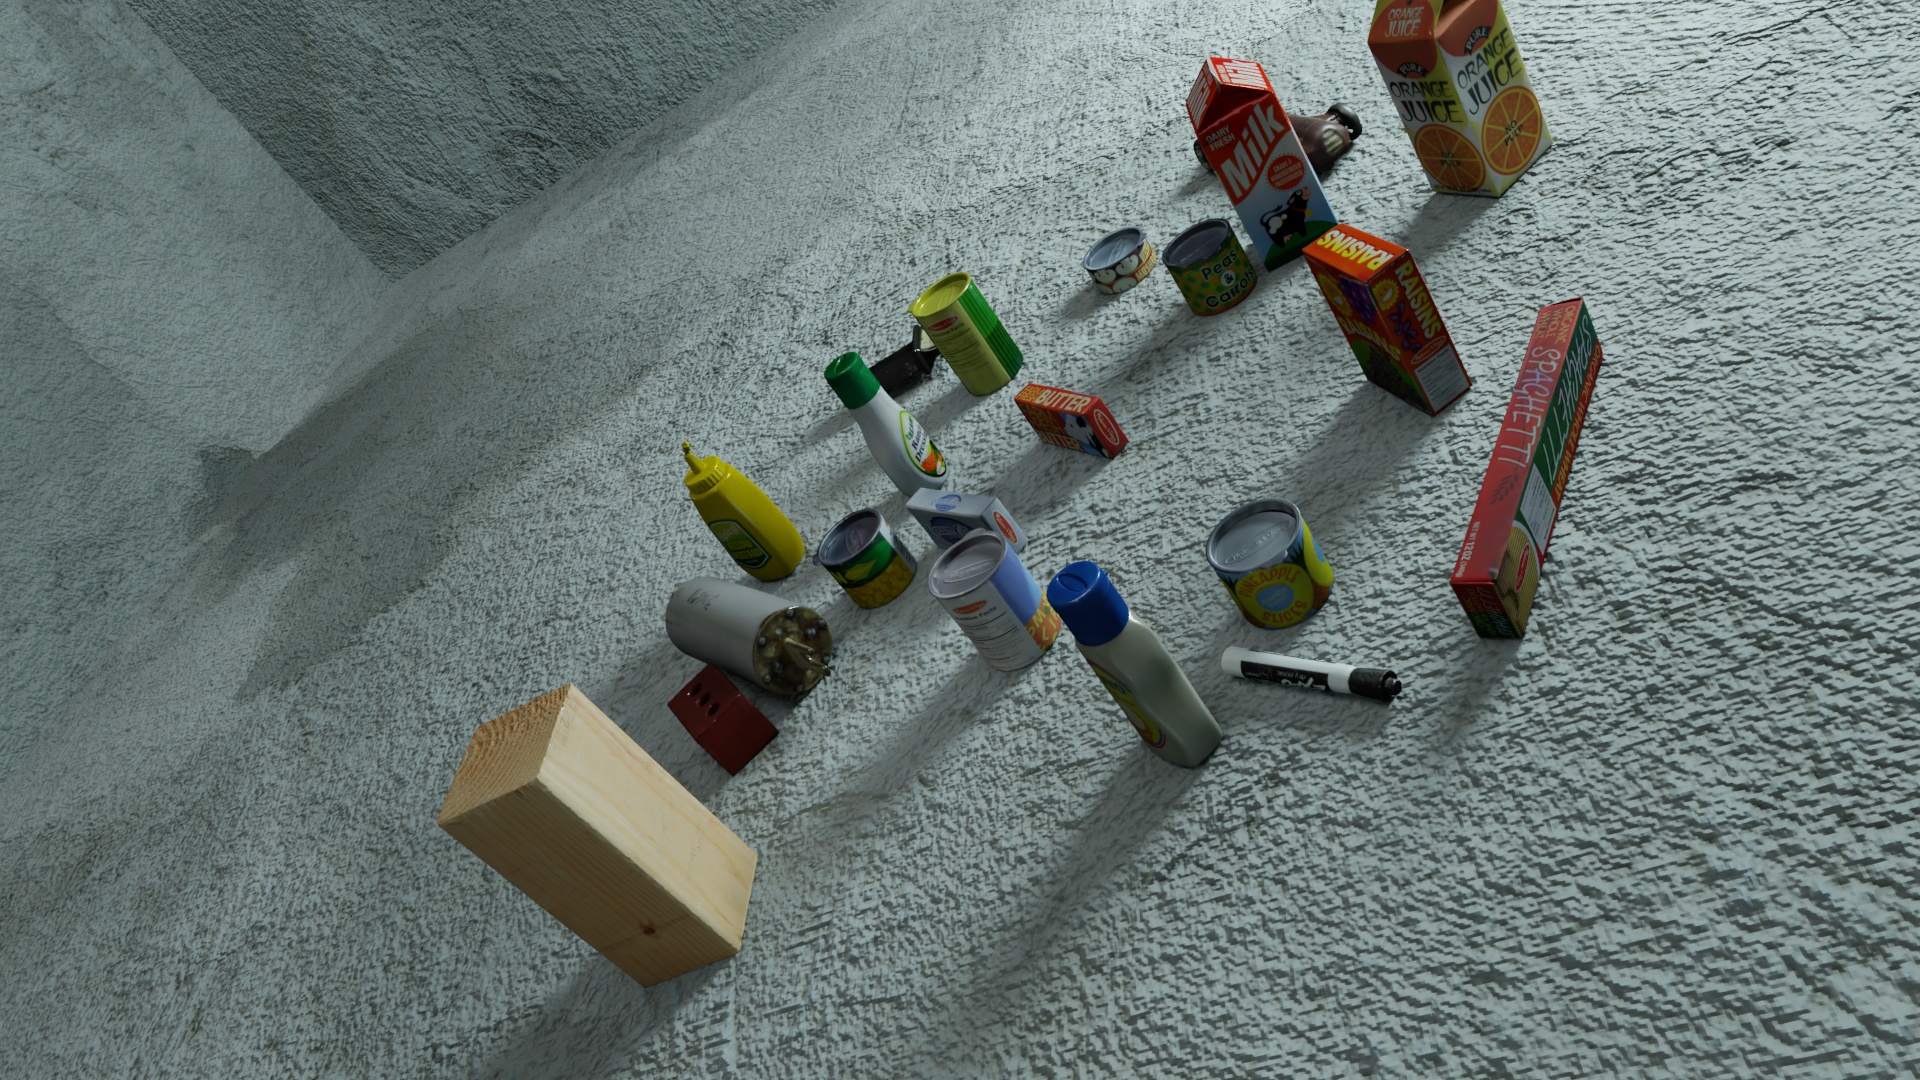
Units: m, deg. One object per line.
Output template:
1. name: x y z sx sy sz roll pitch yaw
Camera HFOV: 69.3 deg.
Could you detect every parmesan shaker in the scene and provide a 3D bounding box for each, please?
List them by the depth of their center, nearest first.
1. parmesan shaker: 0.006 -0.198 1.342 0.071 0.102 0.072 -26 33 18

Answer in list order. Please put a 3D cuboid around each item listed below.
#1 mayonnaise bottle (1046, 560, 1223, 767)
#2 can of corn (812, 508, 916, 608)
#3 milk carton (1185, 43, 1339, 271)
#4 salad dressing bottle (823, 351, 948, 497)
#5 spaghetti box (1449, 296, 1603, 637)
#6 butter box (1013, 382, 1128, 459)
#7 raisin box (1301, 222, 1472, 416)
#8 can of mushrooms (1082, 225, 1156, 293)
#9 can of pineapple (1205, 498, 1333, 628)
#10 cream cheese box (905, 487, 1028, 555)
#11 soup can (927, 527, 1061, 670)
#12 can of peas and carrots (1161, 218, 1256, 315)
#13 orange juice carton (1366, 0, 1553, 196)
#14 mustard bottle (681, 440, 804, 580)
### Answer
1. mayonnaise bottle: 0.102 0.074 0.839 0.041 0.147 0.065 -45 31 -12
2. can of corn: -0.082 0.017 1.188 0.071 0.058 0.071 -26 33 18
3. milk carton: 0.252 -0.334 1.189 0.073 0.190 0.073 -26 33 19
4. salad dressing bottle: -0.067 -0.103 1.246 0.044 0.147 0.064 -20 35 27
5. spaghetti box: 0.350 -0.050 0.849 0.028 0.050 0.251 -5 44 43
6. butter box: 0.092 -0.102 1.176 0.024 0.053 0.103 -46 32 -14
7. raisin box: 0.297 -0.155 0.970 0.040 0.123 0.086 -37 31 2
8. can of mushrooms: 0.158 -0.275 1.357 0.071 0.033 0.071 -26 33 18
9. can of pineapple: 0.201 0.017 0.903 0.071 0.057 0.071 -26 33 18
10. cream cheese box: 0.004 -0.014 1.148 0.104 0.053 0.024 10 54 51
11. soup can: 0.027 0.043 1.019 0.071 0.083 0.072 -26 33 18
12. can of peas and carrots: 0.221 -0.240 1.223 0.071 0.058 0.071 -26 33 18
13. orange juice carton: 0.389 -0.371 1.097 0.073 0.192 0.072 -44 31 -11
14. mustard bottle: -0.211 -0.030 1.282 0.065 0.159 0.049 -11 40 37
